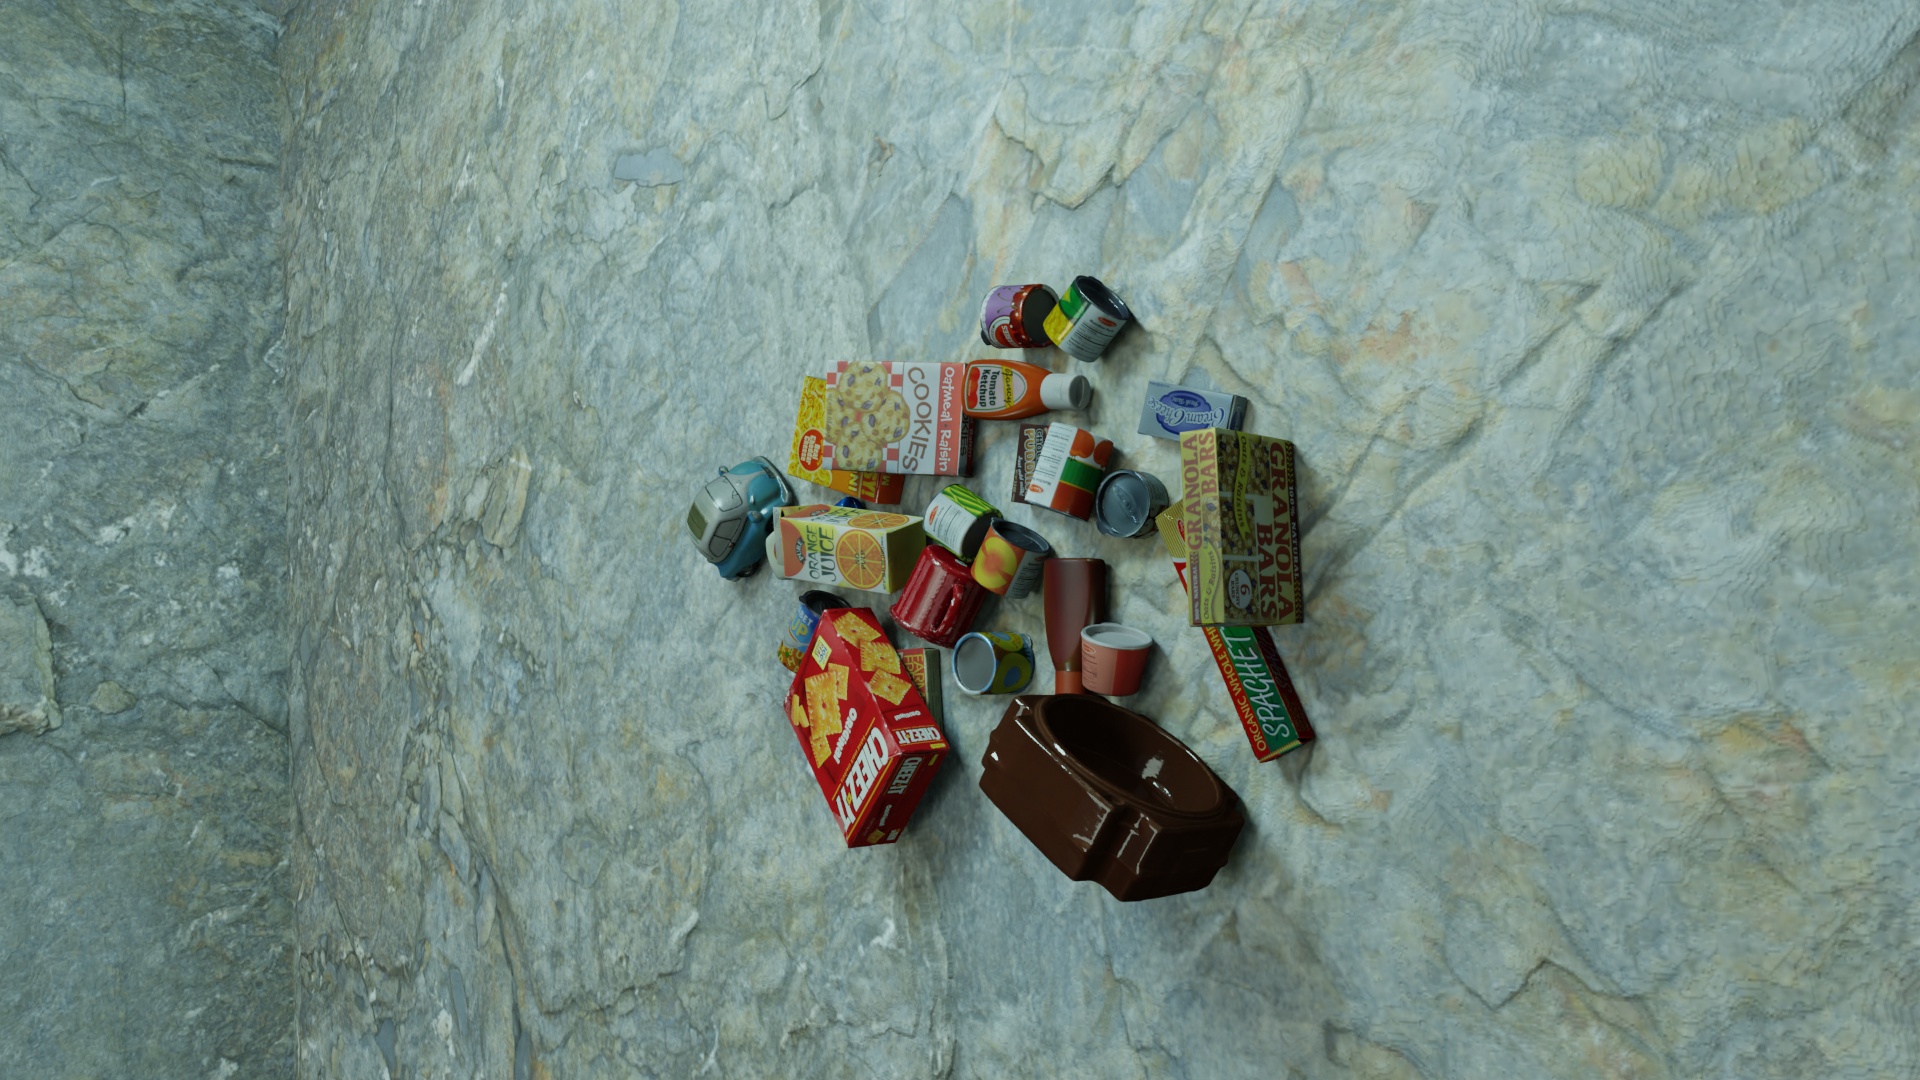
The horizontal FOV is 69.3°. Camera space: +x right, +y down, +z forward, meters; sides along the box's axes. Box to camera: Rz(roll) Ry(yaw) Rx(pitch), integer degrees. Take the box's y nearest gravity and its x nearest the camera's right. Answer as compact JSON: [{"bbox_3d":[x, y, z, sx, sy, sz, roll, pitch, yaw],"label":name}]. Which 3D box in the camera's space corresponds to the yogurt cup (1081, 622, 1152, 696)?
[{"bbox_3d":[0.146,0.115,1.324,0.072,0.072,0.053,18,108,44],"label":"yogurt cup"}]

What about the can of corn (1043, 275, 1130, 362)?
[{"bbox_3d":[0.123,-0.219,1.370,0.058,0.071,0.071,-52,54,29],"label":"can of corn"}]

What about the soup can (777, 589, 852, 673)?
[{"bbox_3d":[-0.173,0.110,1.632,0.071,0.071,0.083,45,118,36],"label":"soup can"}]

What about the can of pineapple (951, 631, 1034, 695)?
[{"bbox_3d":[0.033,0.126,1.437,0.071,0.058,0.071,-4,84,44],"label":"can of pineapple"}]

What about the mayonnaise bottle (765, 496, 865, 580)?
[{"bbox_3d":[-0.173,-0.006,1.661,0.147,0.041,0.065,-31,70,38],"label":"mayonnaise bottle"}]

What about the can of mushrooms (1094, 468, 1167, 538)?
[{"bbox_3d":[0.163,-0.033,1.338,0.071,0.033,0.071,-3,85,44],"label":"can of mushrooms"}]

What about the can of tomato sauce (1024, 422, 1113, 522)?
[{"bbox_3d":[0.108,-0.067,1.366,0.071,0.071,0.083,20,91,44],"label":"can of tomato sauce"}]

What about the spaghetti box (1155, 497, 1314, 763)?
[{"bbox_3d":[0.245,0.077,1.253,0.050,0.029,0.251,-37,62,36],"label":"spaghetti box"}]

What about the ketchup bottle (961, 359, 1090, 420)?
[{"bbox_3d":[0.067,-0.155,1.435,0.149,0.043,0.064,8,92,44],"label":"ketchup bottle"}]

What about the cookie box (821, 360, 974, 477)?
[{"bbox_3d":[-0.067,-0.134,1.527,0.167,0.040,0.123,4,91,22],"label":"cookie box"}]

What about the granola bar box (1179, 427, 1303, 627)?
[{"bbox_3d":[0.243,-0.009,1.194,0.039,0.124,0.165,-8,82,44],"label":"granola bar box"}]

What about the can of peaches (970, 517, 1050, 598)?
[{"bbox_3d":[0.049,0.018,1.424,0.071,0.071,0.058,40,115,39],"label":"can of peaches"}]

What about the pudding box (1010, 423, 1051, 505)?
[{"bbox_3d":[0.083,-0.076,1.422,0.049,0.030,0.083,10,94,44],"label":"pudding box"}]

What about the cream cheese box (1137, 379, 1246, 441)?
[{"bbox_3d":[0.216,-0.117,1.299,0.104,0.024,0.053,18,100,44],"label":"cream cheese box"}]

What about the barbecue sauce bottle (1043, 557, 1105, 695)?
[{"bbox_3d":[0.112,0.091,1.373,0.065,0.044,0.148,-2,86,45],"label":"barbecue sauce bottle"}]

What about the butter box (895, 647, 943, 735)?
[{"bbox_3d":[-0.047,0.171,1.537,0.053,0.024,0.103,-10,80,43],"label":"butter box"}]

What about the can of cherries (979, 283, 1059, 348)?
[{"bbox_3d":[0.062,-0.228,1.427,0.058,0.071,0.071,7,92,44],"label":"can of cherries"}]

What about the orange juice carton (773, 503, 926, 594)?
[{"bbox_3d":[-0.137,0.006,1.567,0.192,0.073,0.071,8,108,33],"label":"orange juice carton"}]

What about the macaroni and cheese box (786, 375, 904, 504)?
[{"bbox_3d":[-0.129,-0.118,1.627,0.166,0.040,0.123,18,100,43],"label":"macaroni and cheese box"}]

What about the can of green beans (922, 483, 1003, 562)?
[{"bbox_3d":[0.004,-0.018,1.468,0.058,0.071,0.071,35,111,34],"label":"can of green beans"}]
